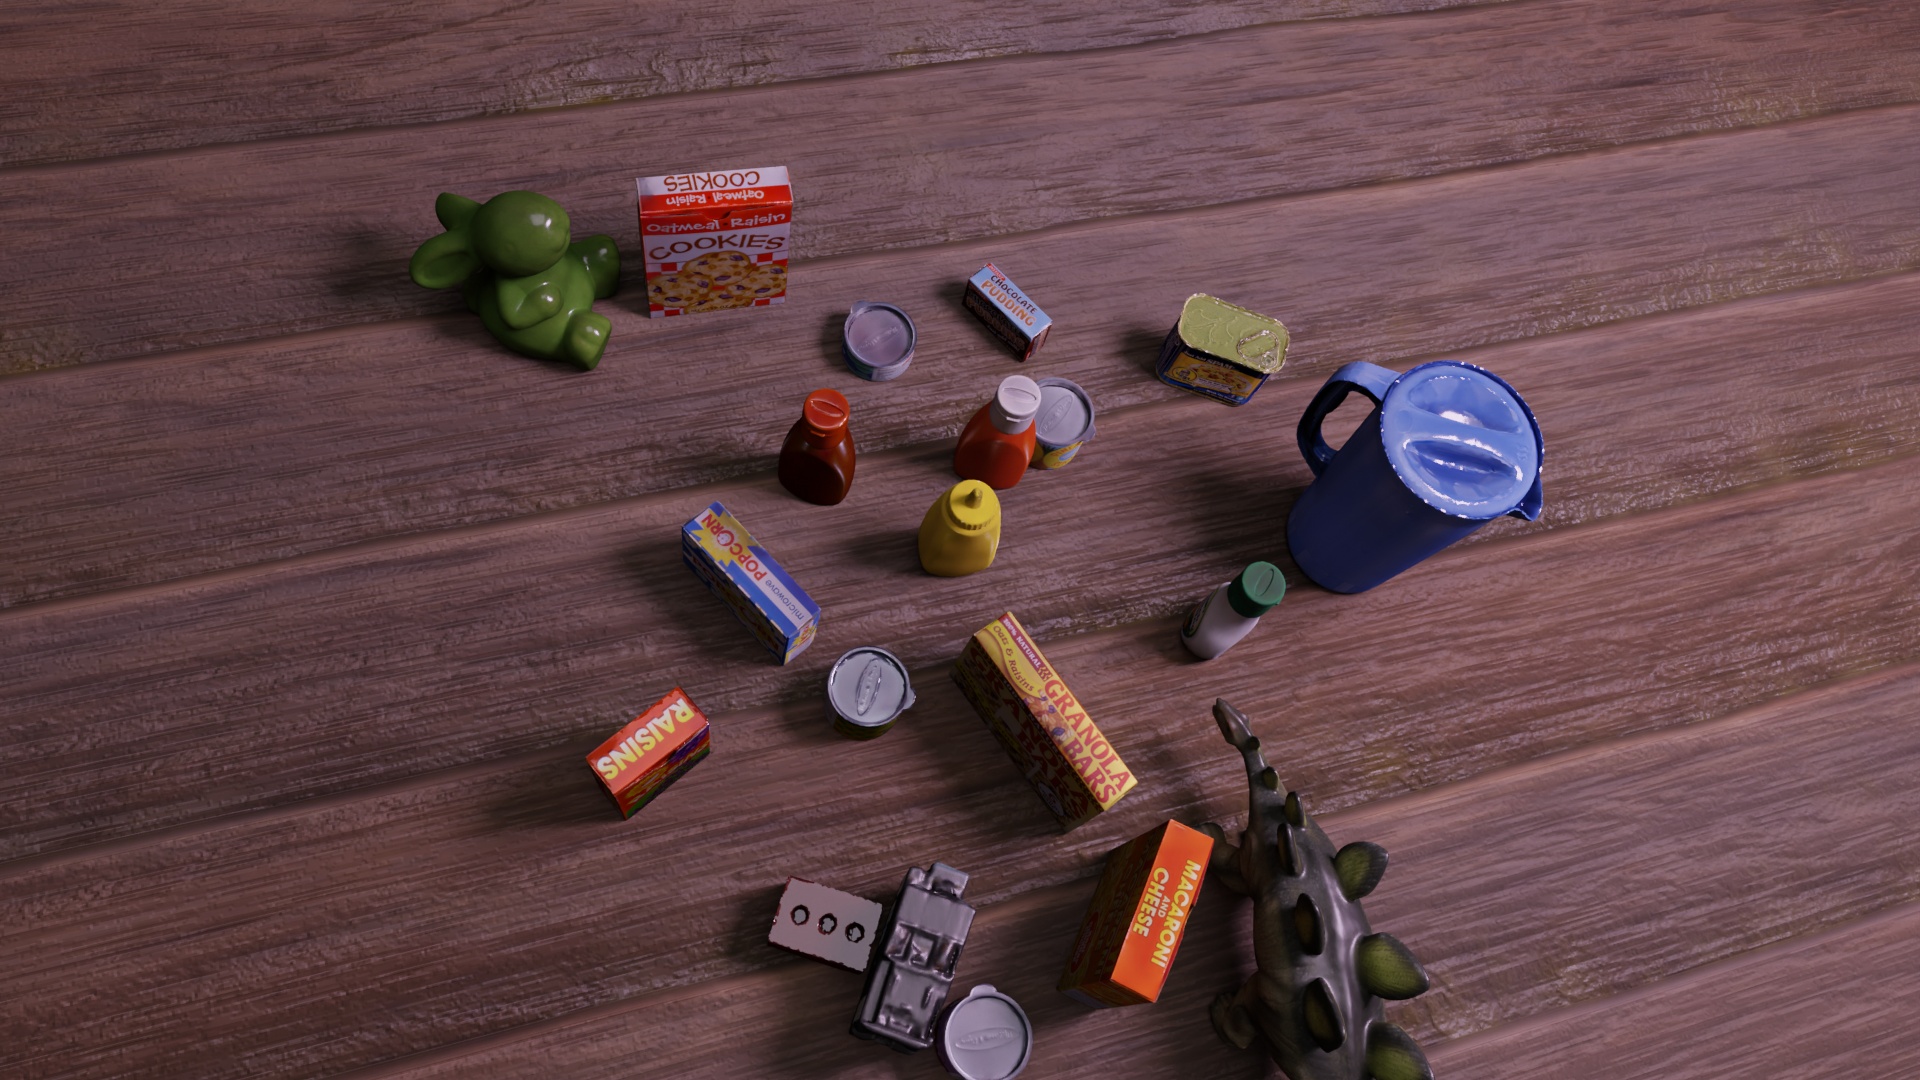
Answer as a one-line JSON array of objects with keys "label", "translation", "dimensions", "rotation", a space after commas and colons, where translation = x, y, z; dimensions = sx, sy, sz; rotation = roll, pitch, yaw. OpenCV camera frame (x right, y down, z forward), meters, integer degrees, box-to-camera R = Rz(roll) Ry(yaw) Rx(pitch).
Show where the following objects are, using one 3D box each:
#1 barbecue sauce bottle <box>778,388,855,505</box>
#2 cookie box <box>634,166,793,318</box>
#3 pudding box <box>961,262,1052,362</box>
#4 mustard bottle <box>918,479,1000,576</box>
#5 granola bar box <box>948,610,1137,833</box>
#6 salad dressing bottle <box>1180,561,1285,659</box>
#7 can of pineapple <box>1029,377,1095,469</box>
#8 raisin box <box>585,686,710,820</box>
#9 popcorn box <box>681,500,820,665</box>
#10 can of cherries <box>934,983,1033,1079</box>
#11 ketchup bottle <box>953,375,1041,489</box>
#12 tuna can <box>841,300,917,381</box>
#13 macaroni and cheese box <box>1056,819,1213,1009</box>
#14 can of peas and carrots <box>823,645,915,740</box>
[{"label": "barbecue sauce bottle", "translation": [-0.116, -0.077, 1.145], "dimensions": [0.065, 0.148, 0.044], "rotation": [22, 68, -2]}, {"label": "cookie box", "translation": [-0.209, -0.251, 1.183], "dimensions": [0.123, 0.166, 0.040], "rotation": [-9, 72, -13]}, {"label": "pudding box", "translation": [0.043, -0.210, 1.275], "dimensions": [0.030, 0.049, 0.084], "rotation": [-42, 81, -20]}, {"label": "mustard bottle", "translation": [0.004, -0.014, 1.136], "dimensions": [0.065, 0.159, 0.049], "rotation": [-1, 71, -10]}, {"label": "granola bar box", "translation": [0.063, 0.147, 1.105], "dimensions": [0.039, 0.123, 0.166], "rotation": [-33, 79, -19]}, {"label": "salad dressing bottle", "translation": [0.227, 0.057, 1.155], "dimensions": [0.044, 0.147, 0.064], "rotation": [34, 68, 3]}, {"label": "can of pineapple", "translation": [0.081, -0.102, 1.237], "dimensions": [0.071, 0.057, 0.071], "rotation": [3, 69, -9]}, {"label": "raisin box", "translation": [-0.233, 0.163, 1.048], "dimensions": [0.086, 0.123, 0.040], "rotation": [-38, 80, -20]}, {"label": "popcorn box", "translation": [-0.171, 0.036, 1.127], "dimensions": [0.038, 0.085, 0.127], "rotation": [-42, 81, -20]}, {"label": "can of cherries", "translation": [0.016, 0.373, 1.048], "dimensions": [0.071, 0.058, 0.072], "rotation": [3, 69, -9]}, {"label": "ketchup bottle", "translation": [0.035, -0.091, 1.176], "dimensions": [0.065, 0.148, 0.044], "rotation": [14, 68, -5]}, {"label": "tuna can", "translation": [-0.075, -0.181, 1.253], "dimensions": [0.071, 0.032, 0.071], "rotation": [3, 69, -9]}, {"label": "macaroni and cheese box", "translation": [0.130, 0.284, 1.043], "dimensions": [0.040, 0.165, 0.124], "rotation": [26, 68, 0]}, {"label": "can of peas and carrots", "translation": [-0.074, 0.125, 1.125], "dimensions": [0.071, 0.058, 0.071], "rotation": [3, 69, -9]}]
